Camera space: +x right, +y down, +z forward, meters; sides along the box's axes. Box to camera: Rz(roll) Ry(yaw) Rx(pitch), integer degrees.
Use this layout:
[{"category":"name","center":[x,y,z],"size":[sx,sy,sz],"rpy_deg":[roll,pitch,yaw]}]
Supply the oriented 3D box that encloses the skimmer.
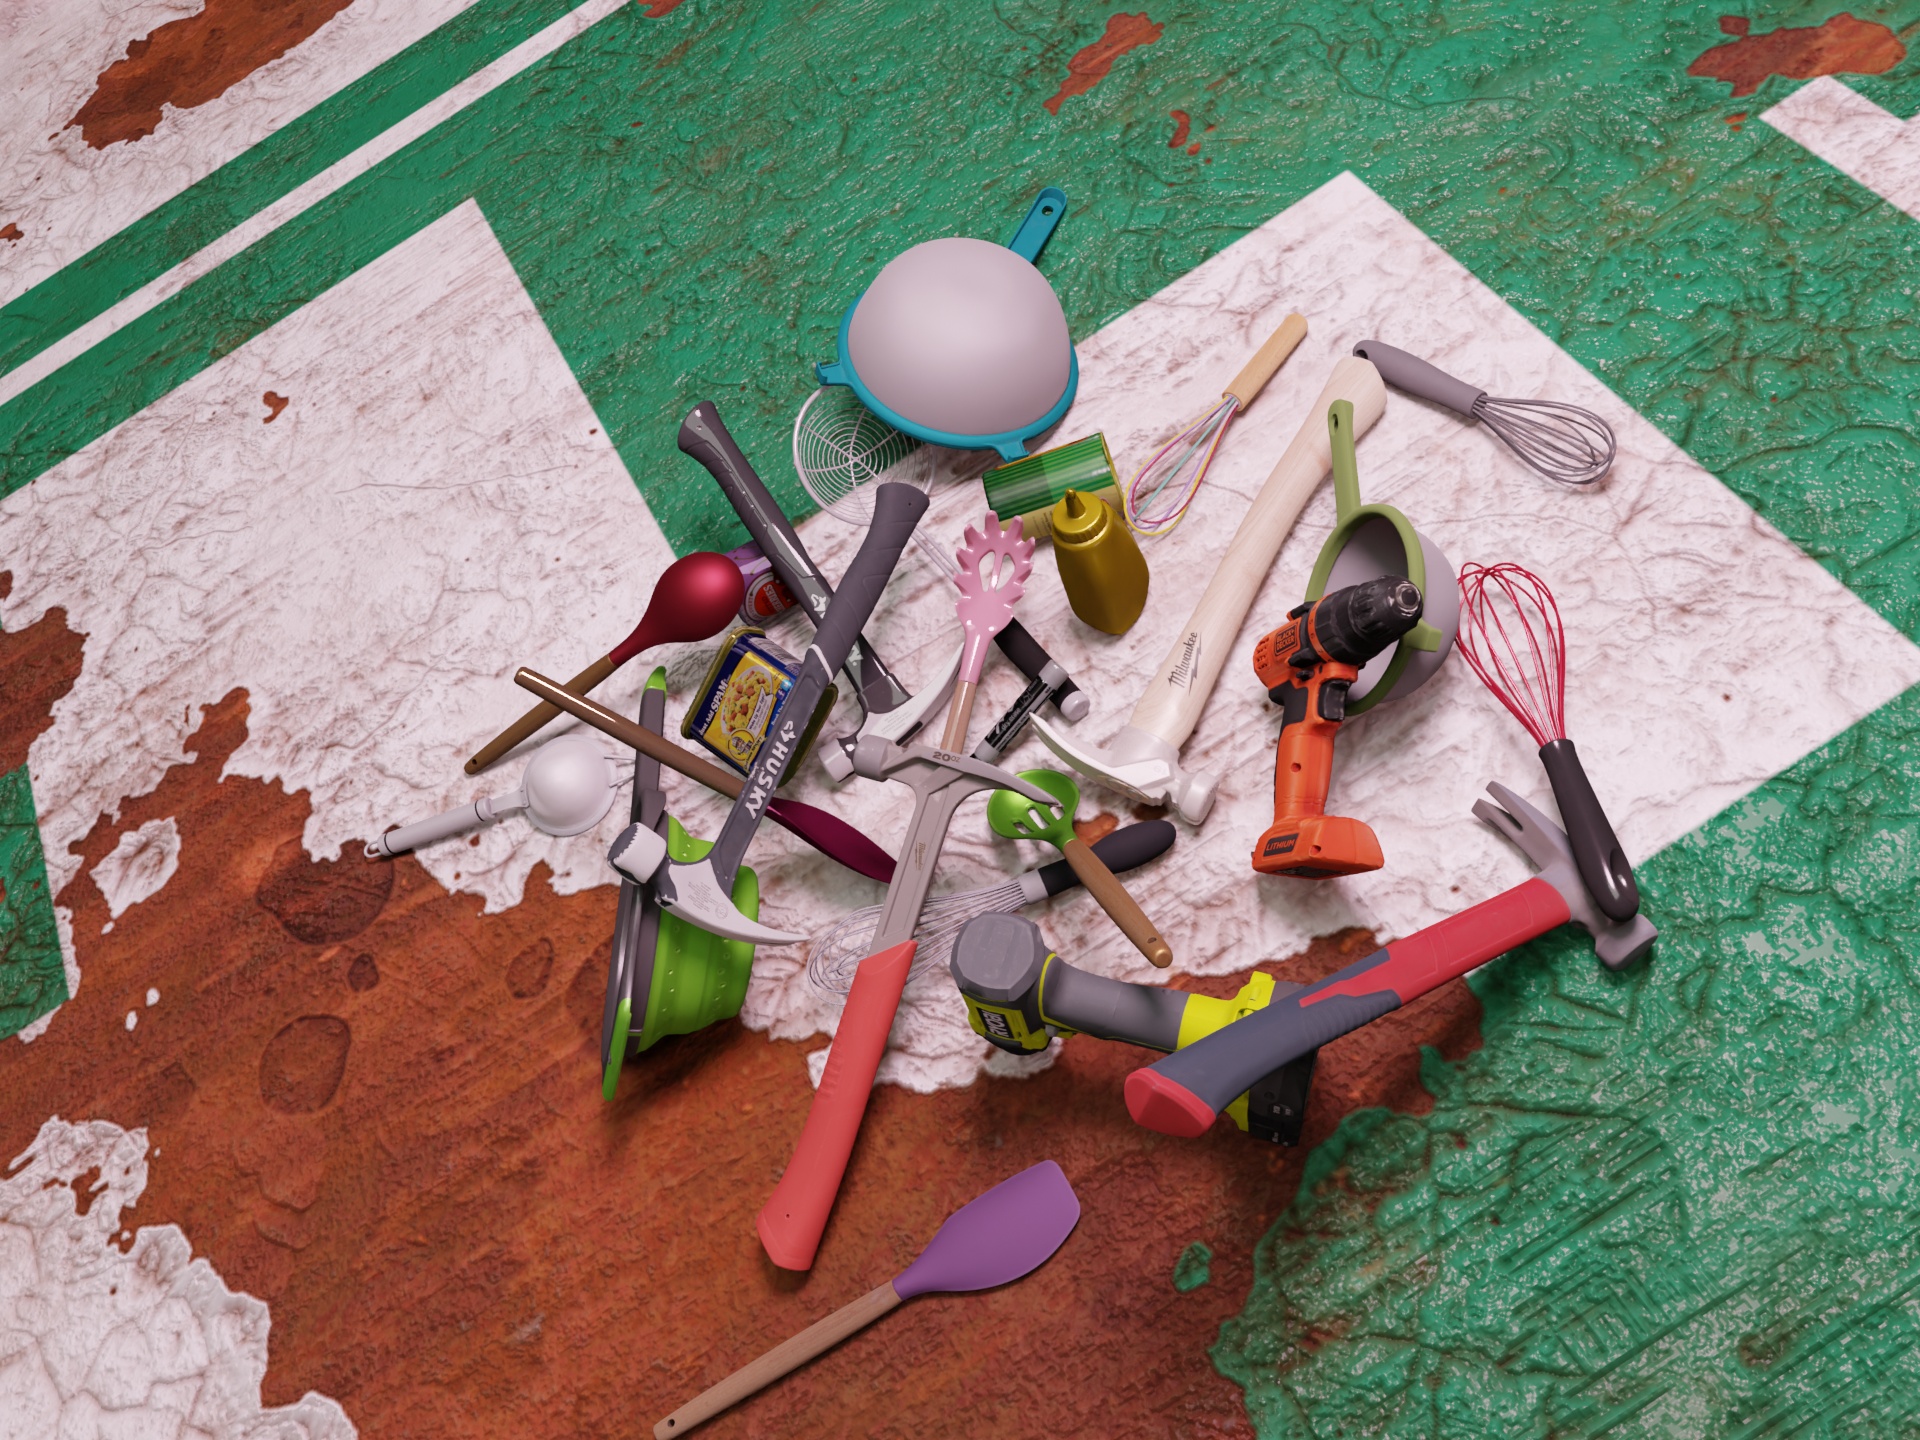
[{"category":"skimmer","center":[-0.010,-0.143,1.281],"size":[0.127,0.090,0.364],"rpy_deg":[-27,55,-20]}]

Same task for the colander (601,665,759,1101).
[{"category":"colander","center":[-0.206,0.101,1.211],"size":[0.094,0.204,0.398],"rpy_deg":[8,41,-14]}]

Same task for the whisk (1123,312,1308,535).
[{"category":"whisk","center":[0.211,-0.242,1.296],"size":[0.047,0.051,0.245],"rpy_deg":[37,73,11]}]

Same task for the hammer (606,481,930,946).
[{"category":"hammer","center":[-0.105,-0.022,1.159],"size":[0.036,0.149,0.409],"rpy_deg":[-21,37,48]}]

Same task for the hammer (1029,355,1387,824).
[{"category":"hammer","center":[0.208,-0.121,1.214],"size":[0.146,0.038,0.411],"rpy_deg":[25,70,18]}]

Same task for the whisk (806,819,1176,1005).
[{"category":"whisk","center":[0.022,0.131,1.138],"size":[0.284,0.070,0.070],"rpy_deg":[-23,56,0]}]

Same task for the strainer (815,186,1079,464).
[{"category":"strainer","center":[0.030,-0.383,1.371],"size":[0.211,0.095,0.340],"rpy_deg":[24,58,5]}]

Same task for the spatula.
[{"category":"spatula","center":[-0.062,0.388,1.041],"size":[0.316,0.018,0.060],"rpy_deg":[-30,57,0]}]

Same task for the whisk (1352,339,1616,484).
[{"category":"whisk","center":[0.397,-0.245,1.223],"size":[0.055,0.055,0.239],"rpy_deg":[-46,53,-9]}]

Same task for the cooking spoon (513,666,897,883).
[{"category":"cooking spoon","center":[-0.181,0.042,1.166],"size":[0.319,0.069,0.017],"rpy_deg":[29,106,-8]}]

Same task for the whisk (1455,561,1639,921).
[{"category":"whisk","center":[0.390,0.004,1.056],"size":[0.073,0.073,0.296],"rpy_deg":[-16,52,11]}]

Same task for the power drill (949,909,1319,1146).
[{"category":"power drill","center":[0.112,0.195,1.010],"size":[0.223,0.171,0.080],"rpy_deg":[13,65,16]}]

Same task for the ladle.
[{"category":"ladle","center":[-0.304,-0.038,1.315],"size":[0.315,0.031,0.069],"rpy_deg":[-34,82,22]}]

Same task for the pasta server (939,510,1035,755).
[{"category":"pasta server","center":[-0.002,-0.004,1.198],"size":[0.060,0.040,0.316],"rpy_deg":[13,78,7]}]

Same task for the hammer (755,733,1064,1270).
[{"category":"hammer","center":[-0.051,0.195,1.075],"size":[0.149,0.036,0.359],"rpy_deg":[16,85,19]}]

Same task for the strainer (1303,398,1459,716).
[{"category":"strainer","center":[0.305,-0.120,1.143],"size":[0.069,0.151,0.257],"rpy_deg":[9,62,-16]}]

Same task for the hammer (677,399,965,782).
[{"category":"hammer","center":[-0.127,-0.124,1.282],"size":[0.146,0.035,0.335],"rpy_deg":[-34,76,2]}]

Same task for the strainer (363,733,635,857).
[{"category":"strainer","center":[-0.390,0.073,1.329],"size":[0.258,0.050,0.087],"rpy_deg":[-19,71,13]}]

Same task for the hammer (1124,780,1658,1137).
[{"category":"hammer","center":[0.243,0.141,0.938],"size":[0.386,0.038,0.143],"rpy_deg":[-17,53,-32]}]

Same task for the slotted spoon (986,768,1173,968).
[{"category":"slotted spoon","center":[0.081,0.096,1.058],"size":[0.070,0.031,0.314],"rpy_deg":[-27,20,-5]}]
